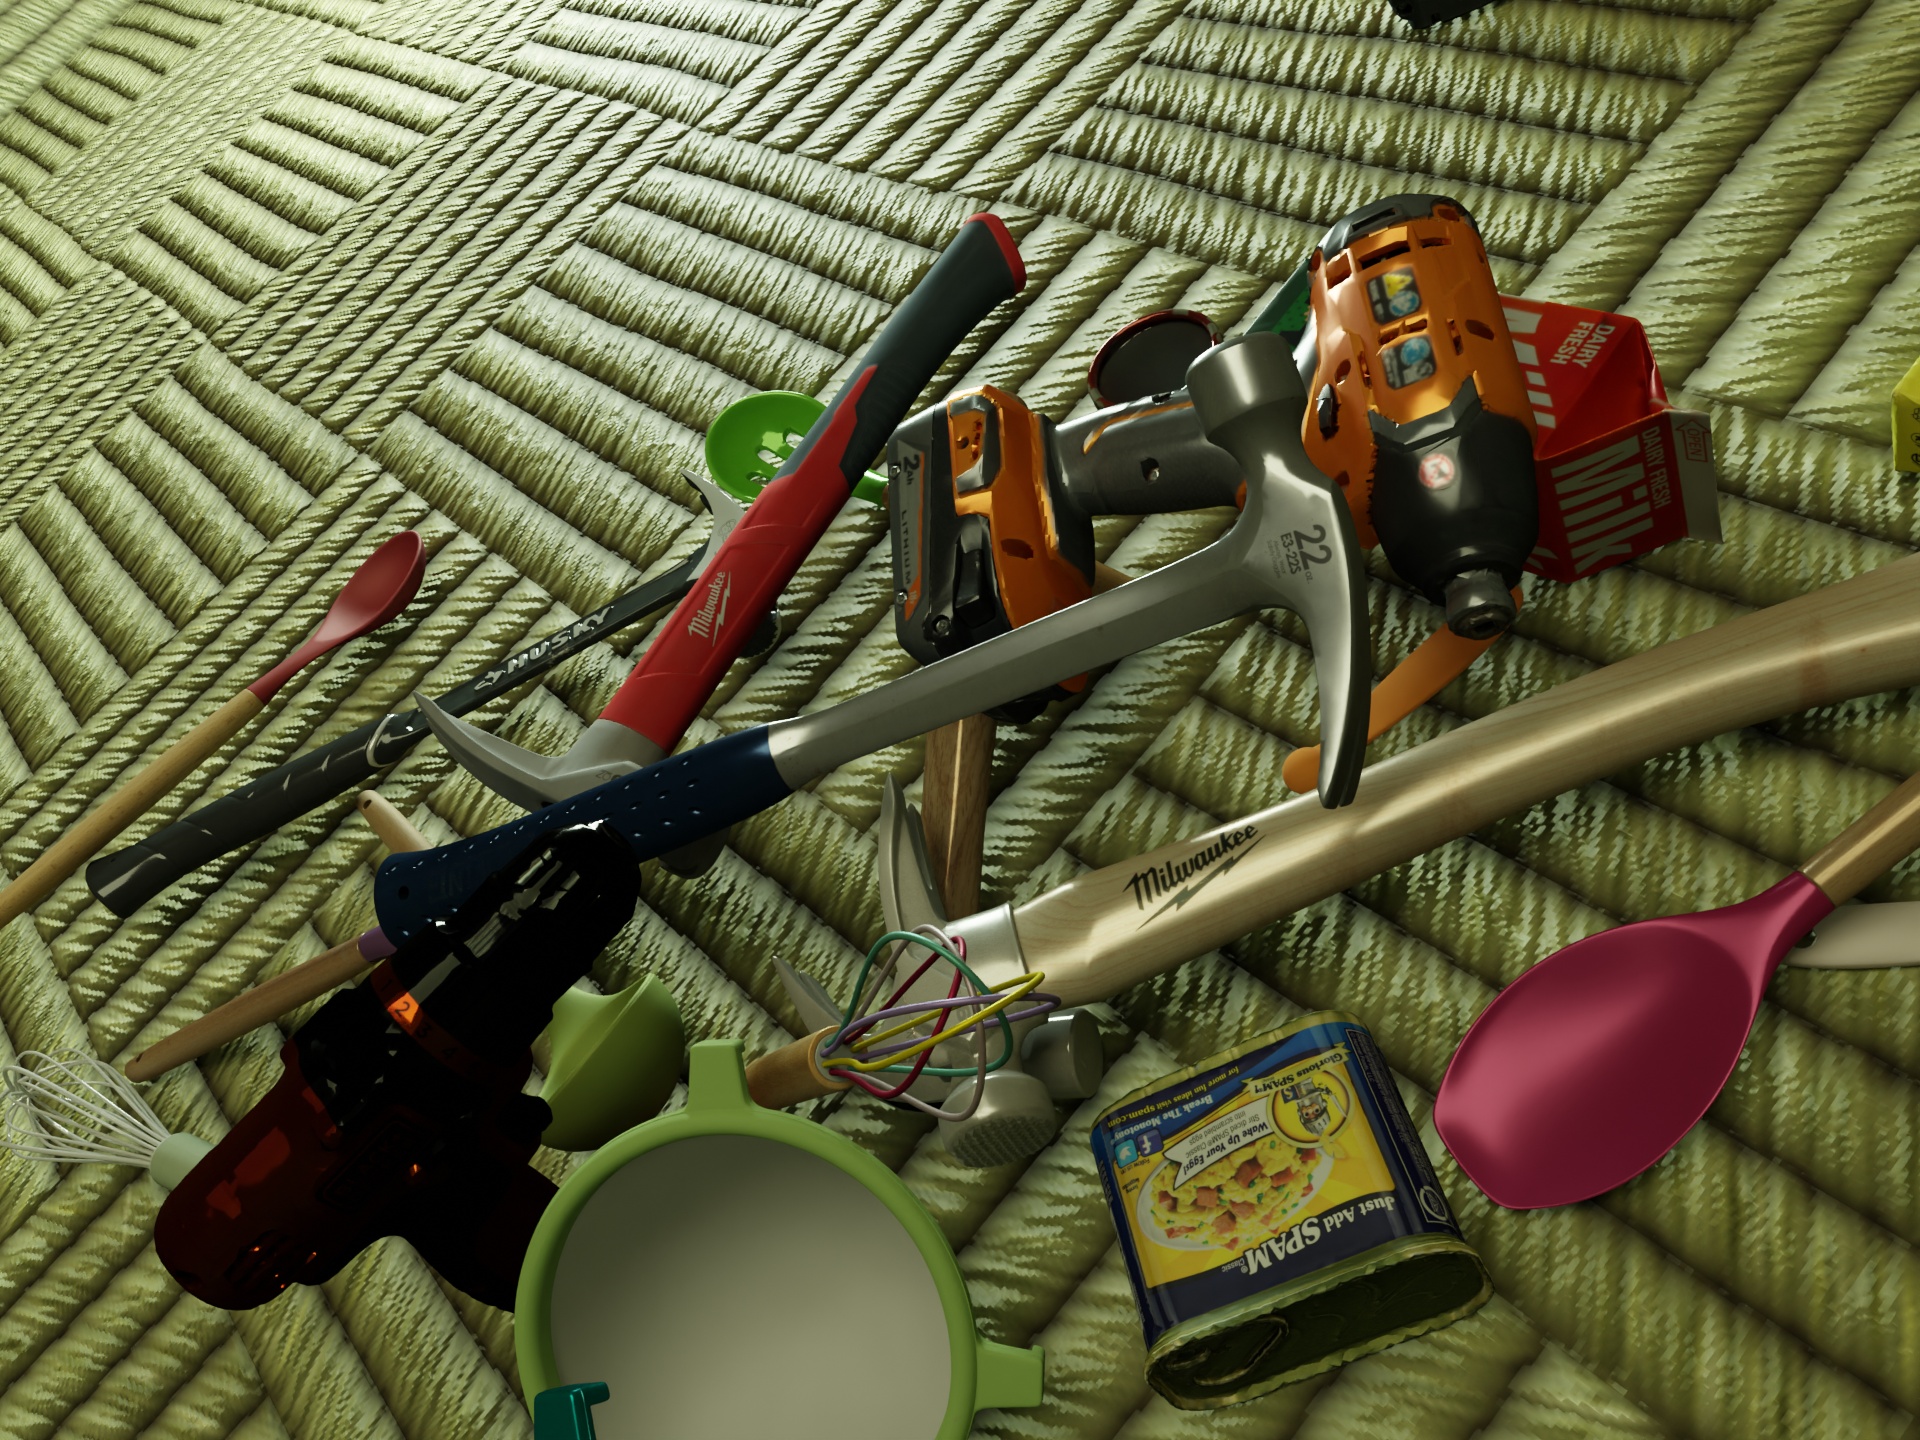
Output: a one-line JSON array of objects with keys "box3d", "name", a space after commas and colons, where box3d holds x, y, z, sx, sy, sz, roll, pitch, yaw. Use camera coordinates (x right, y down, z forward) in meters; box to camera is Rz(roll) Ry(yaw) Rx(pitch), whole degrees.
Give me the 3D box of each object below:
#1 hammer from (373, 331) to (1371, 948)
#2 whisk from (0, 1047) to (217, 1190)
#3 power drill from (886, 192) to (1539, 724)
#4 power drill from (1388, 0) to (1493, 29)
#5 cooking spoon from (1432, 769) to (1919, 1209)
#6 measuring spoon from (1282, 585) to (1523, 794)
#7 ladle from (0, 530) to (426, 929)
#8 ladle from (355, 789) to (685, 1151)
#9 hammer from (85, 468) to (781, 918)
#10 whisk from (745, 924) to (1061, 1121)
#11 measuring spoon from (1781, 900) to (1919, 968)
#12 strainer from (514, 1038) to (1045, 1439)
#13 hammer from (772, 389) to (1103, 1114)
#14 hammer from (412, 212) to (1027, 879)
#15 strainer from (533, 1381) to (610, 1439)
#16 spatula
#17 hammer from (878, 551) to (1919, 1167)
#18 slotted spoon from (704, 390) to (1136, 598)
[{"box3d": [-0.052, 0.015, 0.559, 0.405, 0.035, 0.144, -21, 79, 25], "name": "hammer"}, {"box3d": [-0.366, 0.199, 0.728, 0.246, 0.057, 0.059, 9, 34, 31], "name": "whisk"}, {"box3d": [0.089, -0.076, 0.569, 0.226, 0.084, 0.164, -19, 58, 24], "name": "power drill"}, {"box3d": [0.268, -0.474, 0.853, 0.143, 0.078, 0.220, -18, 46, 18], "name": "power drill"}, {"box3d": [0.273, 0.034, 0.468, 0.319, 0.017, 0.069, -42, 46, 9], "name": "cooking spoon"}, {"box3d": [0.166, -0.014, 0.598, 0.117, 0.011, 0.021, -40, 46, -3], "name": "measuring spoon"}, {"box3d": [-0.411, 0.004, 0.880, 0.069, 0.031, 0.315, 10, 50, 46], "name": "ladle"}, {"box3d": [-0.219, 0.091, 0.718, 0.078, 0.062, 0.320, -50, 44, -10], "name": "ladle"}, {"box3d": [-0.279, -0.003, 0.820, 0.409, 0.036, 0.149, -27, 39, 8], "name": "hammer"}, {"box3d": [-0.037, 0.107, 0.512, 0.047, 0.051, 0.245, -58, 9, -27], "name": "whisk"}, {"box3d": [0.296, 0.057, 0.461, 0.124, 0.018, 0.034, -9, 52, 26], "name": "measuring spoon"}, {"box3d": [-0.098, 0.232, 0.532, 0.151, 0.069, 0.256, 44, 100, 6], "name": "strainer"}, {"box3d": [-0.001, -0.002, 0.658, 0.130, 0.031, 0.332, -10, 56, 25], "name": "hammer"}, {"box3d": [-0.085, -0.111, 0.740, 0.143, 0.038, 0.386, 23, 61, 13], "name": "hammer"}, {"box3d": [-0.008, 0.326, 0.376, 0.341, 0.095, 0.211, 33, 108, 34], "name": "strainer"}, {"box3d": [-0.285, 0.114, 0.725, 0.316, 0.018, 0.060, -26, 41, 26], "name": "spatula"}, {"box3d": [0.168, 0.012, 0.533, 0.410, 0.038, 0.146, -22, 52, 7], "name": "hammer"}, {"box3d": [-0.017, -0.099, 0.765, 0.314, 0.031, 0.070, 28, 73, 40], "name": "slotted spoon"}]
